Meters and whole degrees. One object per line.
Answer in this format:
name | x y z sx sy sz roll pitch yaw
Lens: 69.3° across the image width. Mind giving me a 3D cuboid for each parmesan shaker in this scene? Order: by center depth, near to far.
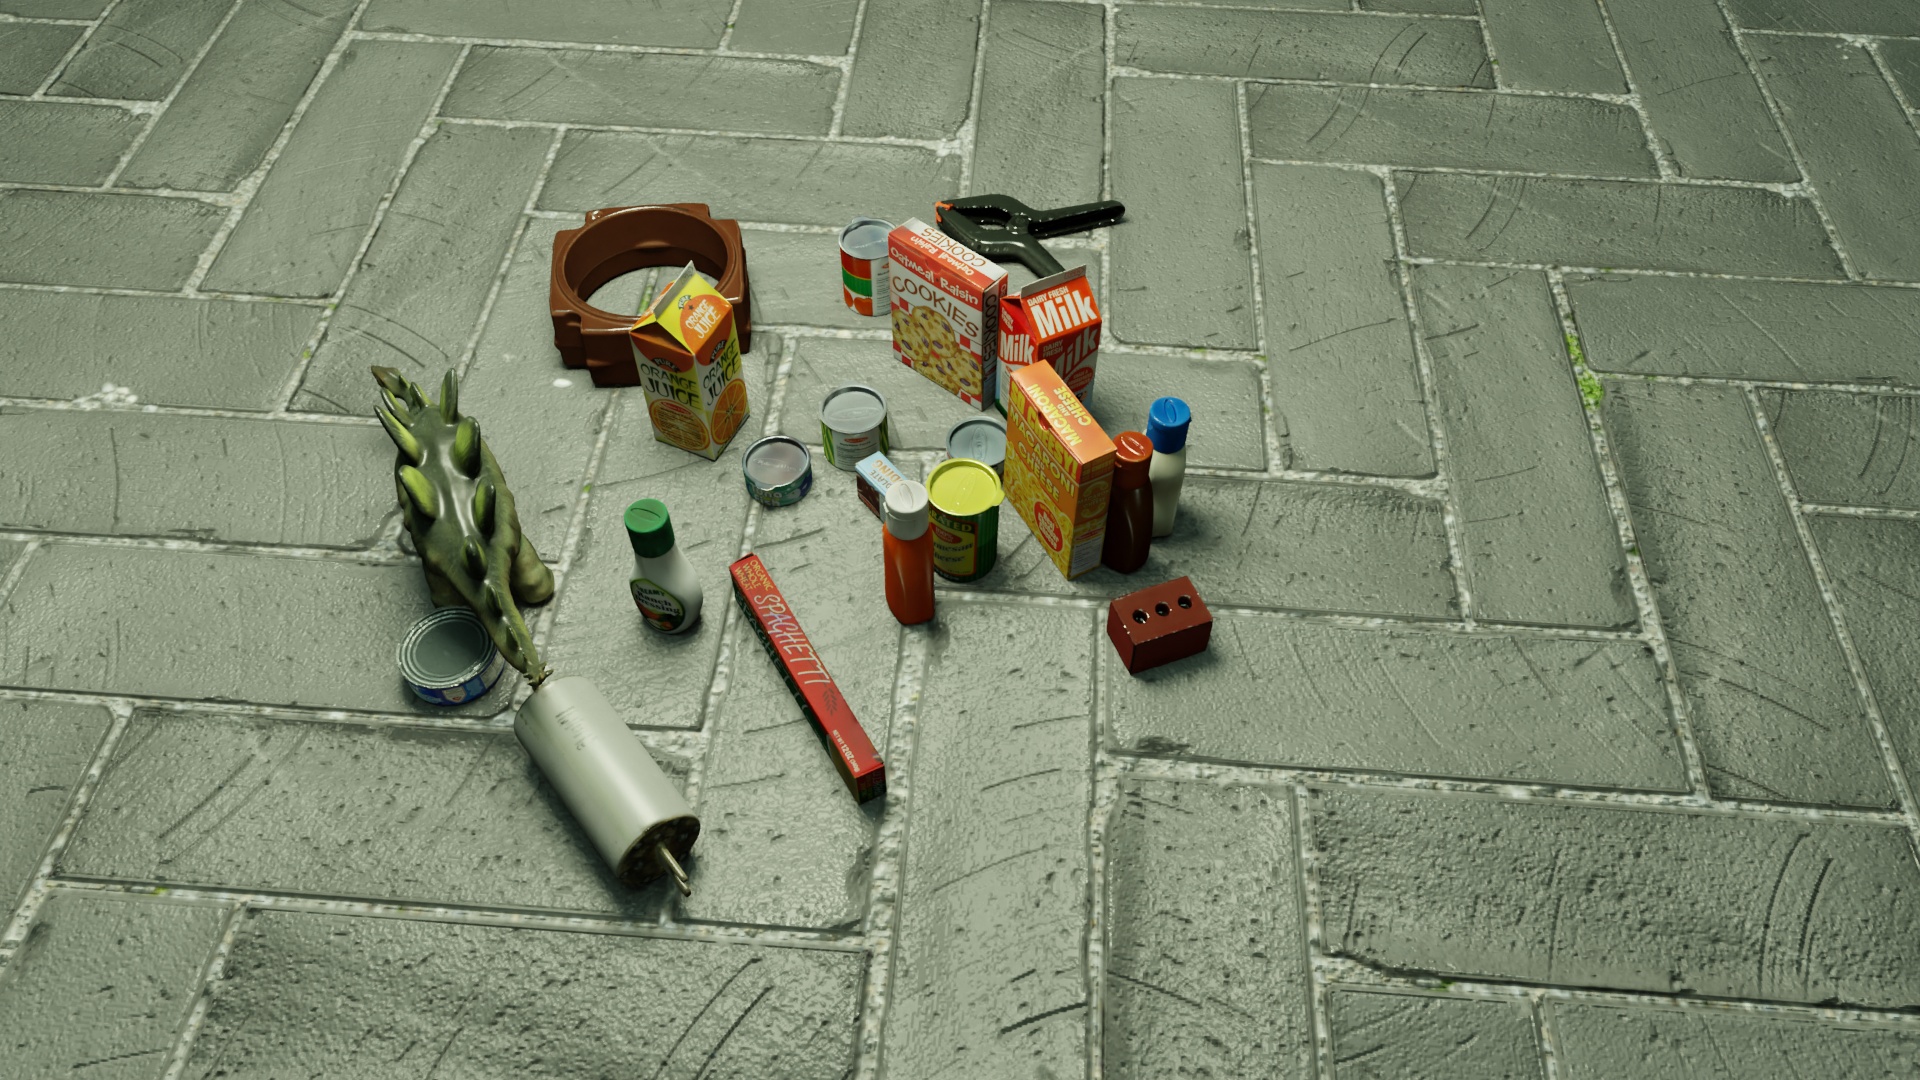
parmesan shaker | 0.004 -0.016 1.260 0.071 0.102 0.072 0 52 0

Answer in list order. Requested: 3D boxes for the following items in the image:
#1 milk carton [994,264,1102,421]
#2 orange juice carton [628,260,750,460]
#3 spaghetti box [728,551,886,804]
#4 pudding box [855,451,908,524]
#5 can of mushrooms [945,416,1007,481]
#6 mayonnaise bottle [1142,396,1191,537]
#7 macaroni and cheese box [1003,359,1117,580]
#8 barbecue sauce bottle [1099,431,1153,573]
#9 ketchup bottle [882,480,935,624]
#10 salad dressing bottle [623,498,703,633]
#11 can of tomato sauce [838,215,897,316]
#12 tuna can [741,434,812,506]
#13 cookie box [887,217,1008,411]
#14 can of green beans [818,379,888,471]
milk carton | 0.084 -0.183 1.336 0.072 0.189 0.074 -23 56 -17
orange juice carton | -0.259 -0.172 1.323 0.073 0.191 0.072 20 55 14
spaghetti box | -0.134 0.114 1.191 0.029 0.050 0.251 -25 56 -18
pudding box | -0.064 -0.039 1.311 0.030 0.049 0.084 -33 59 -23
can of mushrooms | 0.021 -0.086 1.359 0.071 0.033 0.071 0 52 0
mayonnaise bottle | 0.183 -0.069 1.275 0.041 0.147 0.065 -4 52 -4
macaroni and cheese box | 0.086 -0.061 1.256 0.040 0.165 0.124 -23 56 -17
barbecue sauce bottle | 0.147 -0.036 1.248 0.044 0.147 0.065 -33 59 -23
ketchup bottle | -0.046 0.008 1.212 0.043 0.148 0.065 -14 54 -11
salad dressing bottle | -0.260 0.023 1.199 0.064 0.146 0.044 18 54 13
can of tomato sauce | -0.096 -0.293 1.488 0.071 0.082 0.071 0 52 0
tuna can | -0.177 -0.066 1.341 0.071 0.032 0.071 0 52 0
cookie box | -0.013 -0.223 1.381 0.123 0.166 0.040 34 59 23
can of green beans | -0.104 -0.110 1.361 0.071 0.057 0.071 0 52 0
